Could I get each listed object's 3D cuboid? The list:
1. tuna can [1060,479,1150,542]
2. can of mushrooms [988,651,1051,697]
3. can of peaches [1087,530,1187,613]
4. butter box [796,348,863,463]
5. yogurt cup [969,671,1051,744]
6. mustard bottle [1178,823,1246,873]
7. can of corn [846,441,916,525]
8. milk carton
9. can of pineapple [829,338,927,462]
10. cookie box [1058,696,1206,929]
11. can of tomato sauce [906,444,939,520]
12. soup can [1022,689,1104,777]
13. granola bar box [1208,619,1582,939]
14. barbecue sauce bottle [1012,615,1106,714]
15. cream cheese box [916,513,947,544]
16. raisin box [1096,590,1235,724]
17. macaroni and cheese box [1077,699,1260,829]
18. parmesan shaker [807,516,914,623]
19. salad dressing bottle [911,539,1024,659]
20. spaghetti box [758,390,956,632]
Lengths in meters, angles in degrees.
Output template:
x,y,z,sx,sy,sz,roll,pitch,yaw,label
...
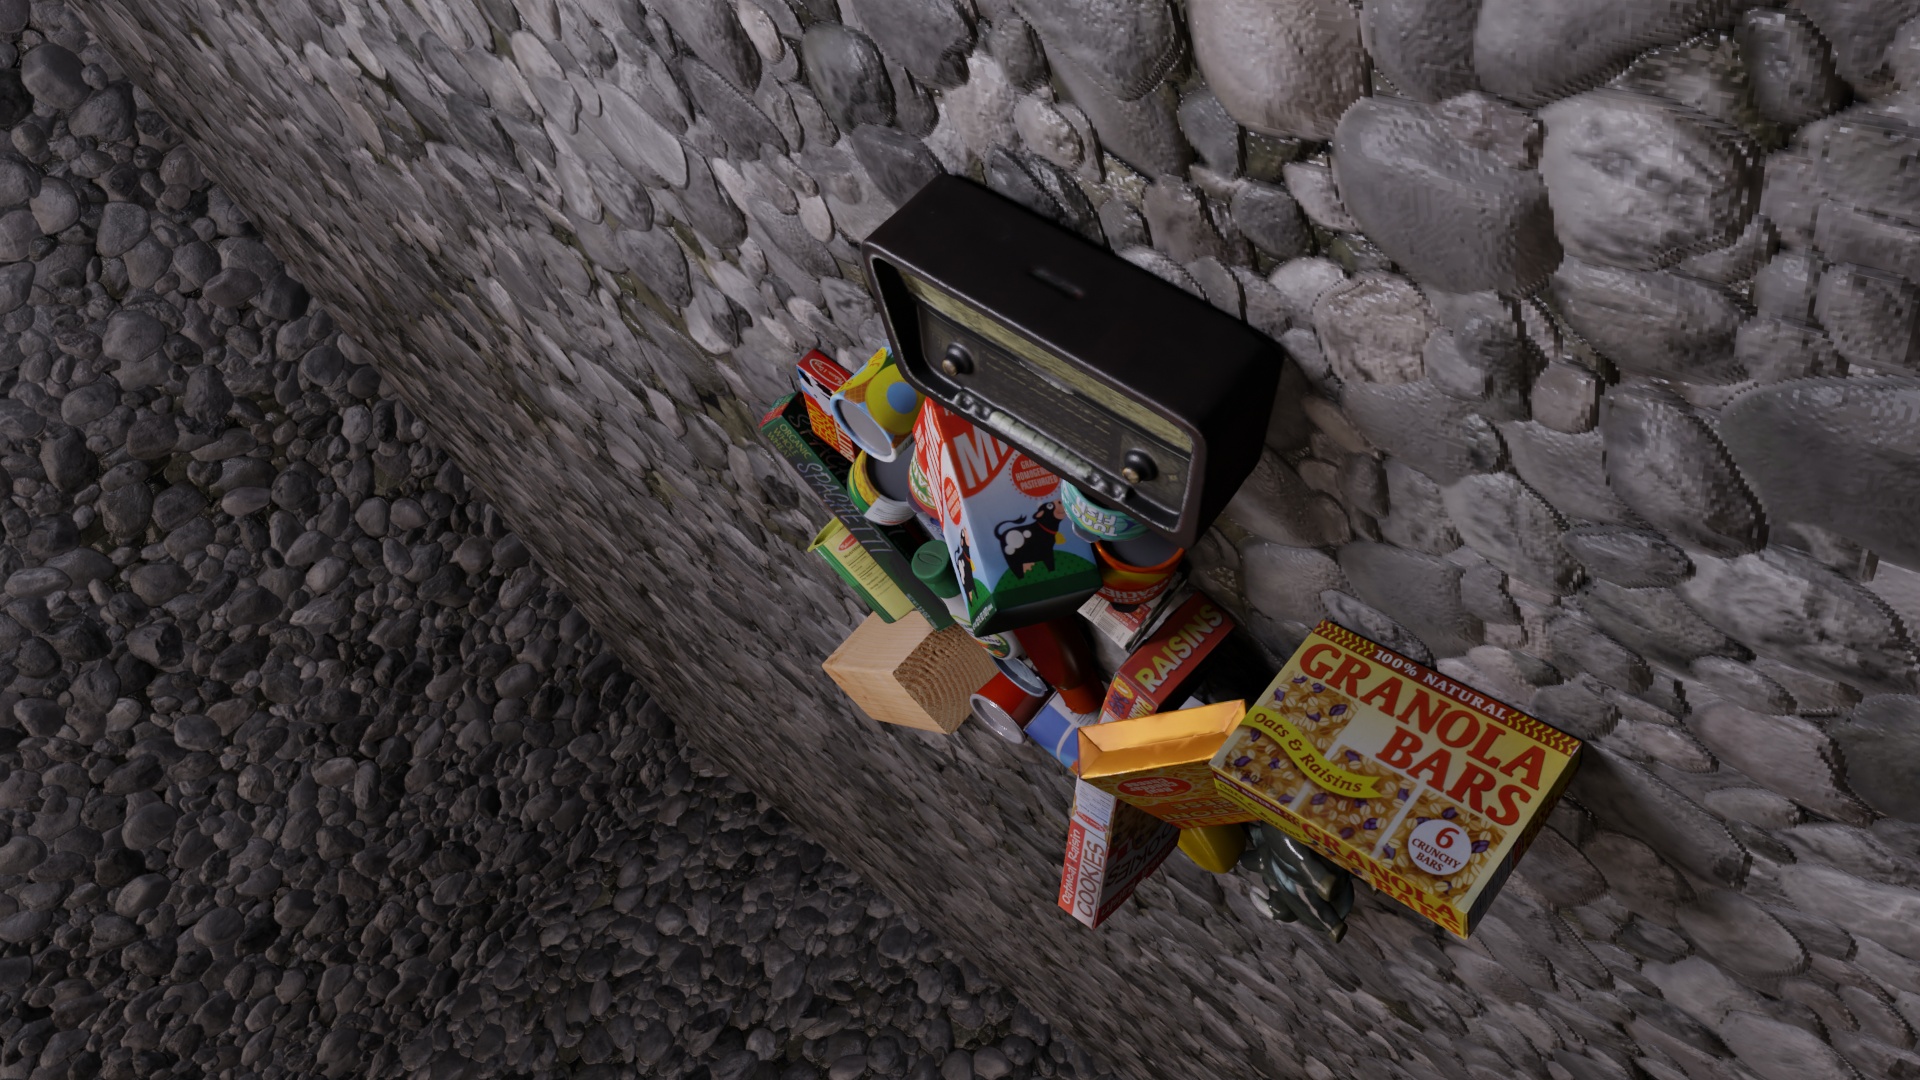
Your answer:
x,y,z,sx,sy,sz,roll,pitch,yaw,label
0.093,-0.034,0.840,0.071,0.071,0.032,37,158,16,tuna can
0.062,0.108,1.253,0.071,0.033,0.070,37,159,17,can of mushrooms
0.110,0.003,0.886,0.071,0.071,0.057,39,159,12,can of peaches
-0.101,-0.108,1.134,0.053,0.024,0.103,36,159,20,butter box
0.051,0.155,1.339,0.072,0.054,0.072,37,159,17,yogurt cup
0.198,0.225,1.208,0.065,0.049,0.159,22,151,49,mustard bottle
-0.053,-0.053,1.095,0.071,0.071,0.058,44,160,-2,can of corn
0.022,-0.042,0.892,0.072,0.073,0.191,119,136,-69,milk carton
-0.054,-0.100,1.006,0.071,0.058,0.070,37,160,17,can of pineapple
0.137,0.214,1.108,0.040,0.123,0.166,30,133,30,cookie box
-0.002,-0.057,0.980,0.071,0.071,0.082,41,160,7,can of tomato sauce
0.107,0.173,1.246,0.084,0.071,0.071,40,160,7,soup can
0.248,0.132,0.801,0.166,0.124,0.039,28,156,36,granola bar box
0.080,0.089,1.164,0.065,0.044,0.148,22,152,46,barbecue sauce bottle
0.004,-0.014,1.124,0.053,0.024,0.104,50,160,-24,cream cheese box
0.144,0.096,0.988,0.040,0.086,0.123,43,161,15,raisin box
0.175,0.160,0.972,0.123,0.040,0.166,-14,151,29,macaroni and cheese box
-0.082,0.022,1.296,0.103,0.071,0.071,48,160,-13,parmesan shaker
0.010,0.050,1.174,0.064,0.044,0.147,19,161,40,salad dressing bottle
-0.081,-0.024,1.223,0.028,0.050,0.249,-29,111,30,spaghetti box
